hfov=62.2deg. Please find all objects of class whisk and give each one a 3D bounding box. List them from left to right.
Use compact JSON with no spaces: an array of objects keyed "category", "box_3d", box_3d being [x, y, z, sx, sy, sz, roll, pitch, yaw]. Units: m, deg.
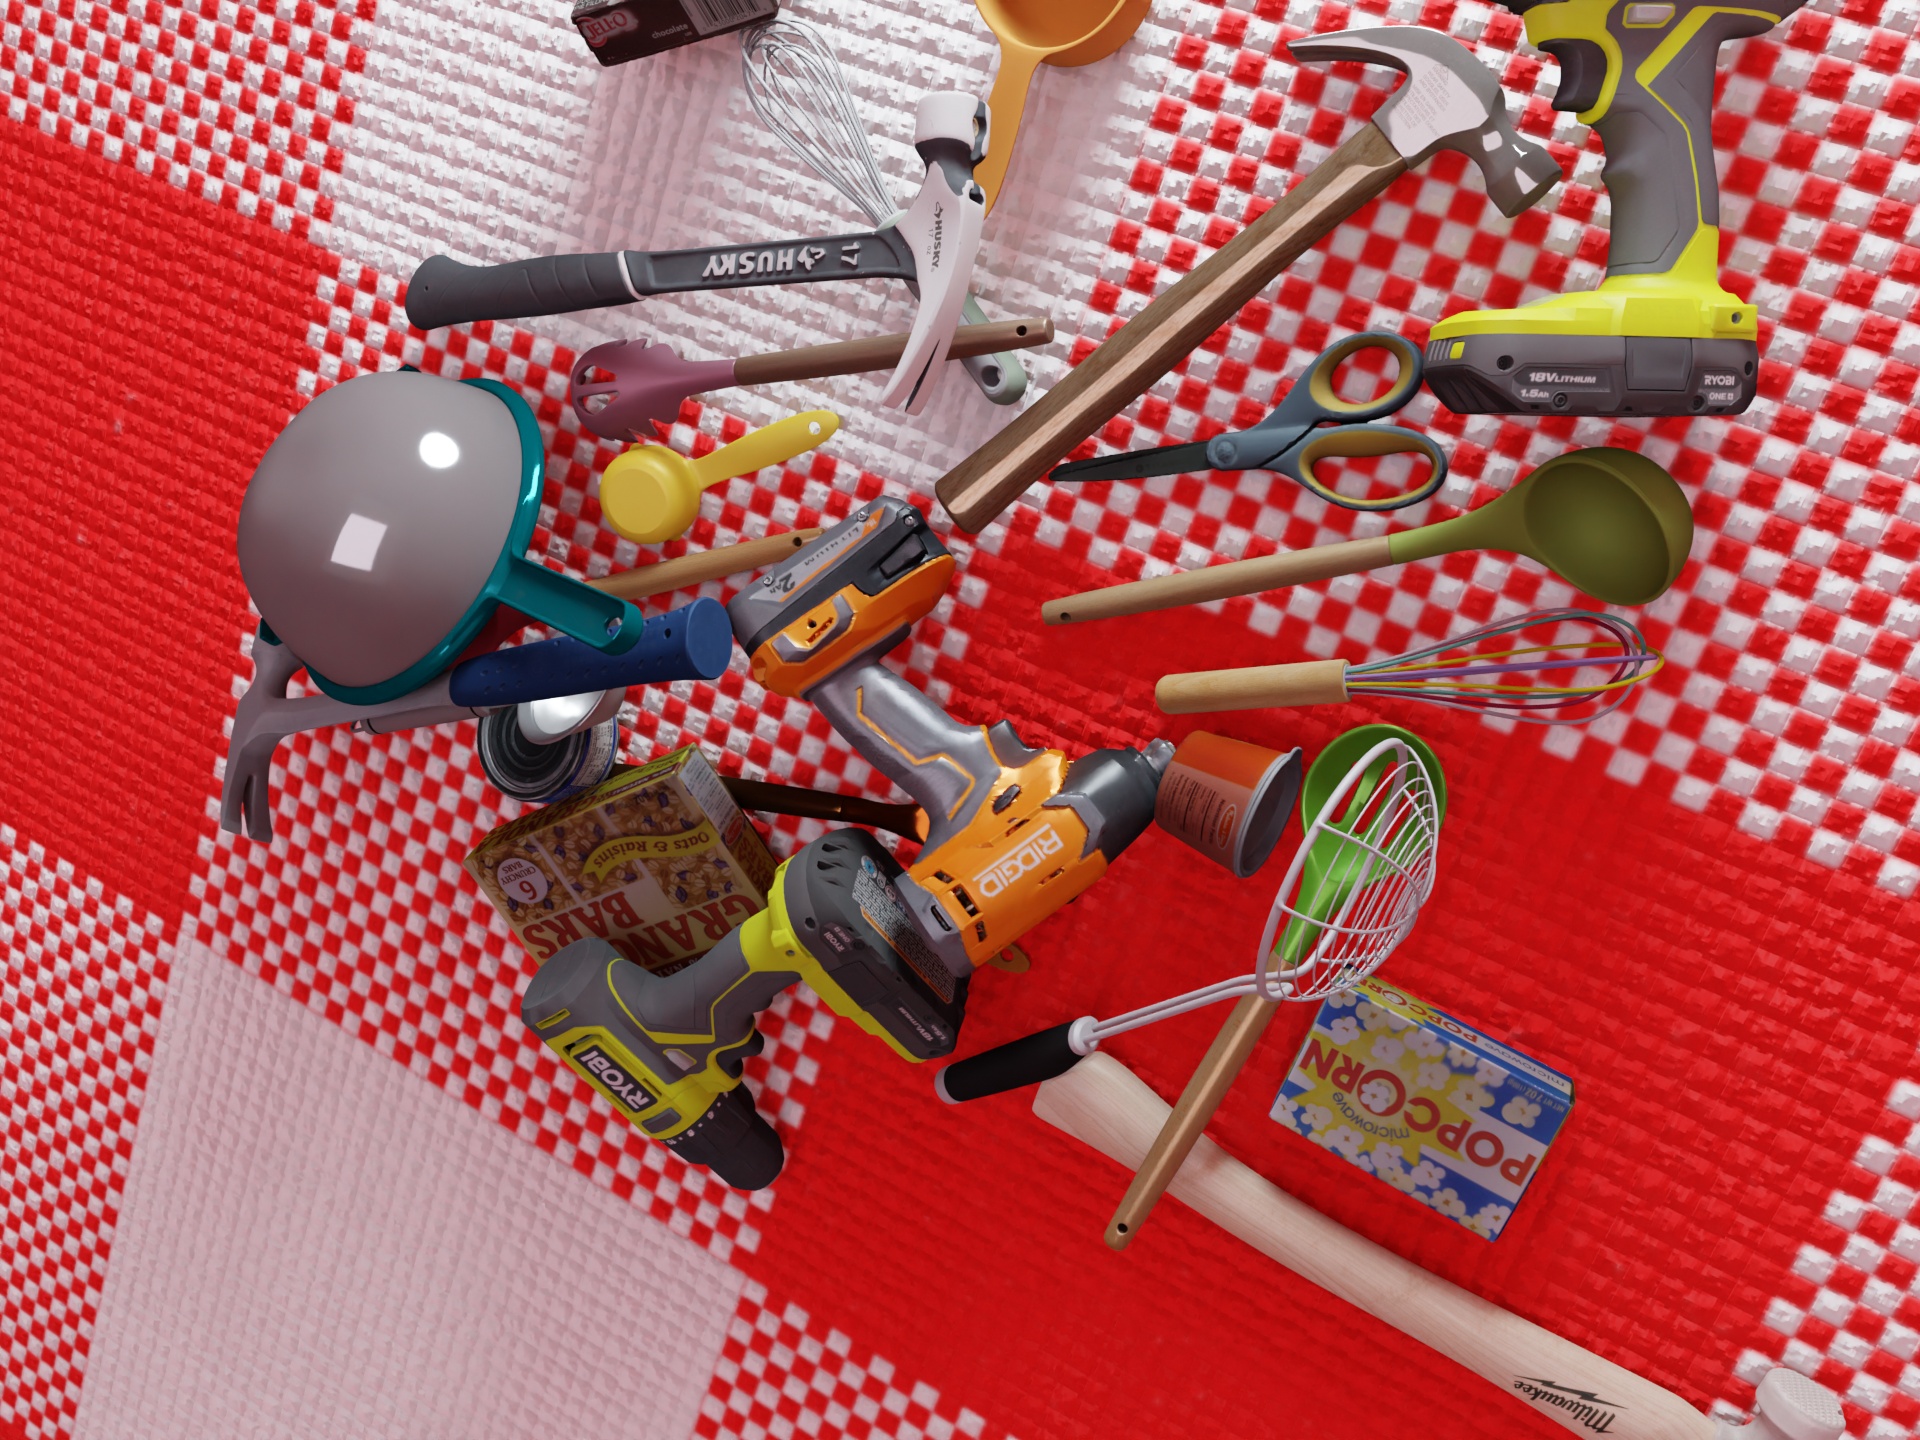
[{"category":"whisk","box_3d":[-0.041,-0.270,0.846,0.058,0.059,0.246,-36,88,35]},{"category":"whisk","box_3d":[0.209,-0.021,0.772,0.245,0.051,0.047,-4,52,30]}]

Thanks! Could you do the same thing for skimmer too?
[{"category":"skimmer","box_3d":[0.088,0.117,0.792,0.363,0.127,0.090,-32,90,45]}]

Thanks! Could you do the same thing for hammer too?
[{"category":"hammer","box_3d":[-0.293,-0.014,0.910,0.405,0.035,0.144,-7,67,34]},{"category":"hammer","box_3d":[-0.163,-0.238,0.865,0.409,0.036,0.149,6,91,34]},{"category":"hammer","box_3d":[0.117,-0.208,0.789,0.331,0.031,0.130,-37,82,20]},{"category":"hammer","box_3d":[0.218,0.302,0.830,0.411,0.038,0.146,27,109,17]}]

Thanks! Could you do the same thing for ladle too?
[{"category":"ladle","box_3d":[-0.221,-0.078,0.961,0.315,0.031,0.069,-10,96,22]},{"category":"ladle","box_3d":[0.183,-0.072,0.778,0.320,0.062,0.078,-9,123,27]}]

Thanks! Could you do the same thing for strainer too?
[{"category":"strainer","box_3d":[-0.300,-0.103,0.868,0.341,0.095,0.211,22,84,41]},{"category":"strainer","box_3d":[-0.274,-0.013,0.943,0.258,0.050,0.087,-8,57,30]}]

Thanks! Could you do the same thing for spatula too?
[{"category":"spatula","box_3d":[-0.082,0.048,0.925,0.323,0.041,0.081,7,100,26]}]

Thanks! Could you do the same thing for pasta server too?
[{"category":"pasta server","box_3d":[-0.093,-0.194,0.872,0.316,0.040,0.060,-1,99,26]}]

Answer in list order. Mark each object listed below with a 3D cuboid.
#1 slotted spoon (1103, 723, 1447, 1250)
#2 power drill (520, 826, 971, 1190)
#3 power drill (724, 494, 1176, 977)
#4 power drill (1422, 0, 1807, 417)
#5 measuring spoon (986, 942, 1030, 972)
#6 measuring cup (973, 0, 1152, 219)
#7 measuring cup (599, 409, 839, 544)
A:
[{"category":"slotted spoon","box_3d":[0.153,0.142,0.817,0.070,0.031,0.313,31,101,17]},{"category":"power drill","box_3d":[-0.109,0.174,0.903,0.228,0.080,0.190,-30,115,24]},{"category":"power drill","box_3d":[-0.001,-0.003,0.836,0.164,0.084,0.226,-35,82,-4]},{"category":"power drill","box_3d":[0.269,-0.244,0.678,0.171,0.080,0.223,0,100,-6]},{"category":"measuring spoon","box_3d":[-0.010,0.112,0.912,0.117,0.011,0.021,28,114,13]},{"category":"measuring cup","box_3d":[0.041,-0.333,0.800,0.095,0.052,0.173,25,108,18]},{"category":"measuring cup","box_3d":[-0.140,-0.144,0.910,0.156,0.029,0.062,-17,103,23]}]
